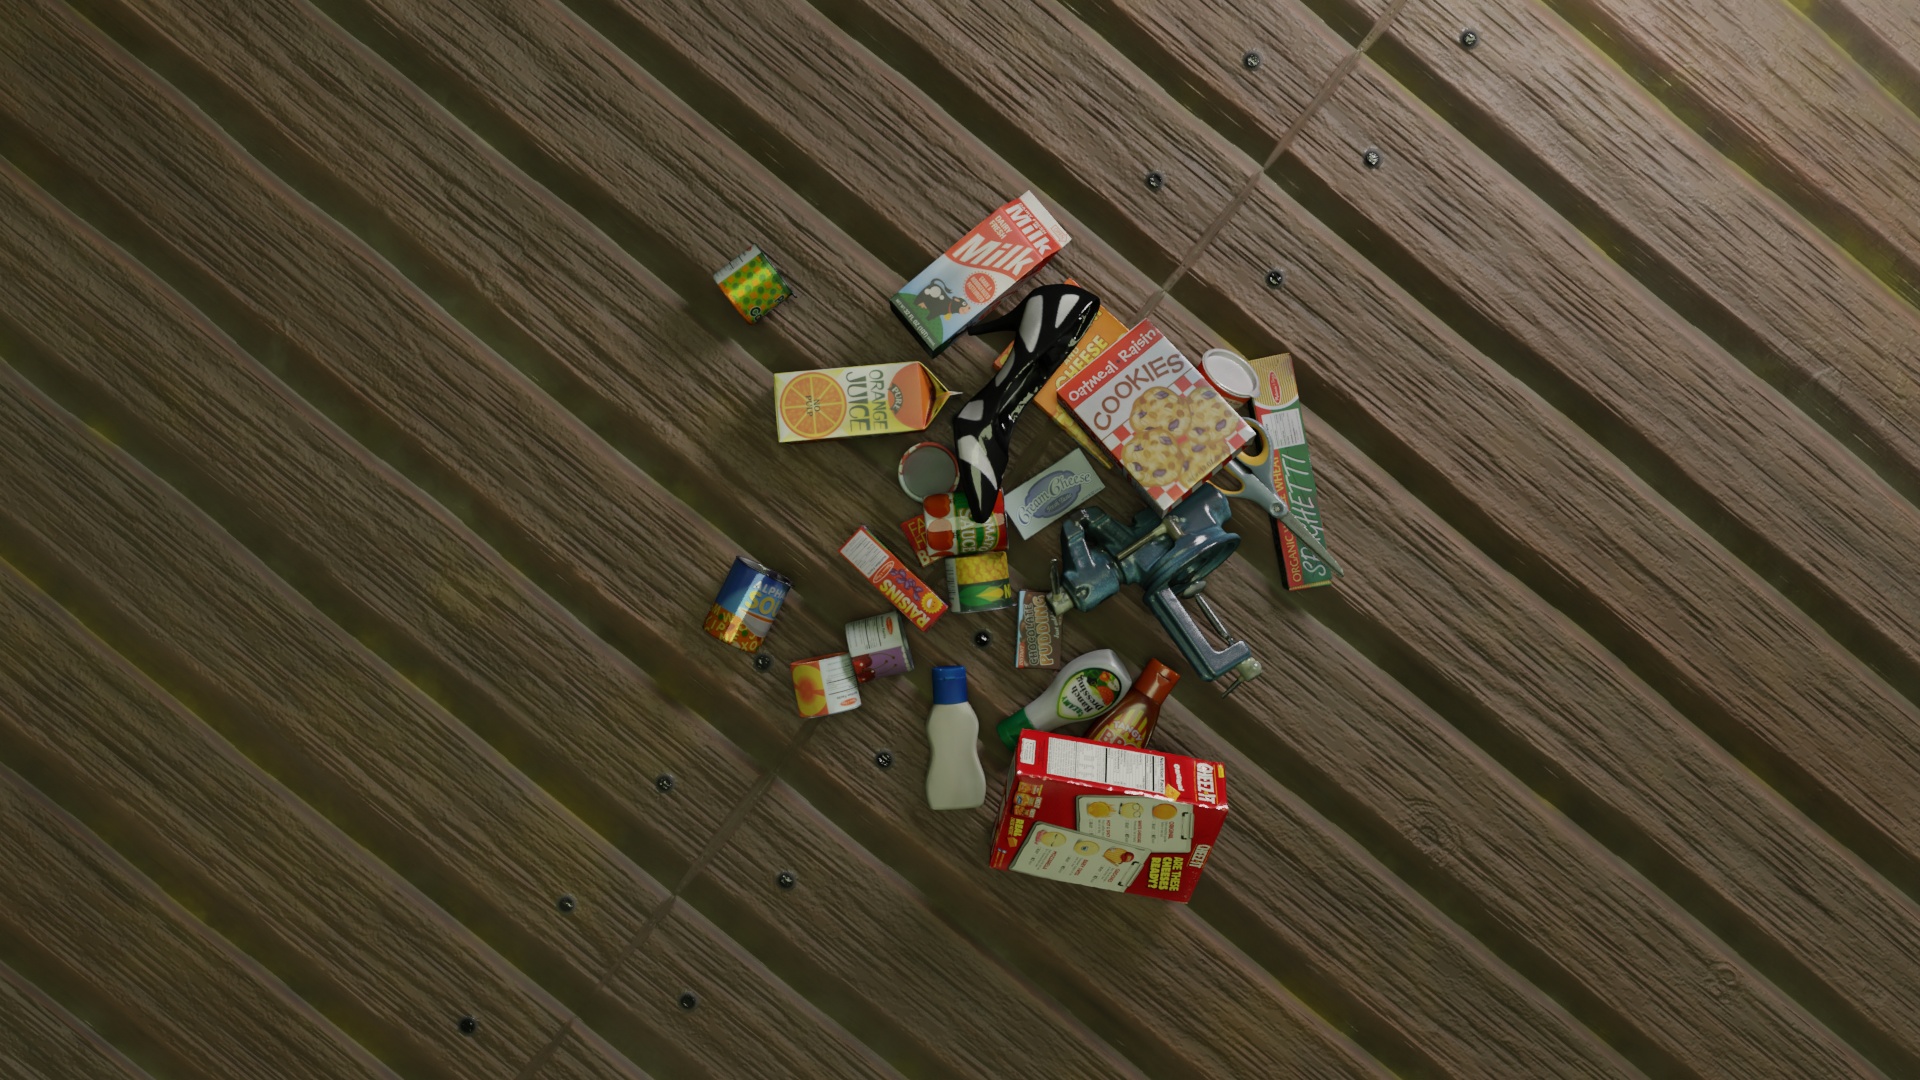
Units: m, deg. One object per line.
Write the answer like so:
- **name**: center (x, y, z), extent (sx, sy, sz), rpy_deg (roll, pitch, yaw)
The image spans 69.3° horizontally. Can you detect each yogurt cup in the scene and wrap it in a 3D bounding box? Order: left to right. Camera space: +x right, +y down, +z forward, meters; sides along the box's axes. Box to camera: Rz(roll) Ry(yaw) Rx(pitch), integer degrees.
- **yogurt cup**: center (0.271, -0.160, 1.456), extent (0.072, 0.073, 0.053), rpy_deg (33, 133, -1)

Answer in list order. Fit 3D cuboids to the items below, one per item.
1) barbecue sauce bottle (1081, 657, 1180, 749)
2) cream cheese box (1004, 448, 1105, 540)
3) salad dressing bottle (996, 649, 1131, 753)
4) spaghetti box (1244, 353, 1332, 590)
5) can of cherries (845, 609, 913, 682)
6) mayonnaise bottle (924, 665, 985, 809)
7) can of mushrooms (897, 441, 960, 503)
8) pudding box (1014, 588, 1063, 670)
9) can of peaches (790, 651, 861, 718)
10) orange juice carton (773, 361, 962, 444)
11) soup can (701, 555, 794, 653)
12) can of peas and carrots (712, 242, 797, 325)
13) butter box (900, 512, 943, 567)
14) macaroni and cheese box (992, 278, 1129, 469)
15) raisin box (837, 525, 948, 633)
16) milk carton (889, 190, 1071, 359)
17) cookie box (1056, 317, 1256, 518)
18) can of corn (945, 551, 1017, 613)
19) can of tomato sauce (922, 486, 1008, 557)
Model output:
- **barbecue sauce bottle**: center (0.177, 0.195, 1.472), extent (0.065, 0.043, 0.148), rpy_deg (34, 89, -4)
- **cream cheese box**: center (0.096, -0.049, 1.479), extent (0.104, 0.024, 0.053), rpy_deg (-34, 90, -1)
- **salad dressing bottle**: center (0.107, 0.171, 1.460), extent (0.147, 0.044, 0.064), rpy_deg (-34, 105, 12)
- **spaghetti box**: center (0.348, -0.072, 1.481), extent (0.050, 0.028, 0.250), rpy_deg (-11, 90, -1)
- **can of cherries**: center (-0.085, 0.113, 1.457), extent (0.058, 0.071, 0.071), rpy_deg (-15, 91, 0)
- **mayonnaise bottle**: center (-0.008, 0.208, 1.471), extent (0.065, 0.041, 0.148), rpy_deg (-3, 89, -2)
- **can of mushrooms**: center (-0.032, -0.073, 1.472), extent (0.071, 0.033, 0.071), rpy_deg (0, 90, 0)
- **pudding box**: center (0.083, 0.094, 1.476), extent (0.050, 0.030, 0.083), rpy_deg (4, 90, 0)
- **can of peaches**: center (-0.143, 0.151, 1.456), extent (0.071, 0.071, 0.058), rpy_deg (-11, 91, -1)
- **orange juice carton**: center (-0.094, -0.144, 1.451), extent (0.193, 0.072, 0.073), rpy_deg (-5, 91, -1)
- **soup can**: center (-0.221, 0.068, 1.452), extent (0.071, 0.071, 0.083), rpy_deg (26, 91, -1)
- **can of peas and carrots**: center (-0.215, -0.266, 1.452), extent (0.059, 0.071, 0.071), rpy_deg (-37, 91, 0)
- **butter box**: center (-0.007, -0.016, 1.477), extent (0.103, 0.024, 0.053), rpy_deg (-26, 91, -1)
- **macaroni and cheese box**: center (0.135, -0.175, 1.471), extent (0.166, 0.040, 0.123), rpy_deg (42, 90, -1)
- **raisin box**: center (-0.069, 0.040, 1.446), extent (0.123, 0.086, 0.040), rpy_deg (43, 88, -1)
- **milk carton**: center (0.021, -0.280, 1.452), extent (0.190, 0.073, 0.072), rpy_deg (-41, 91, -1)
- **cookie box**: center (0.196, -0.125, 1.410), extent (0.123, 0.040, 0.167), rpy_deg (-39, 76, -5)
- **can of corn**: center (0.021, 0.044, 1.458), extent (0.071, 0.071, 0.058), rpy_deg (-7, 91, -1)
- **can of tomato sauce**: center (0.005, -0.018, 1.429), extent (0.083, 0.071, 0.071), rpy_deg (-6, 91, -1)
